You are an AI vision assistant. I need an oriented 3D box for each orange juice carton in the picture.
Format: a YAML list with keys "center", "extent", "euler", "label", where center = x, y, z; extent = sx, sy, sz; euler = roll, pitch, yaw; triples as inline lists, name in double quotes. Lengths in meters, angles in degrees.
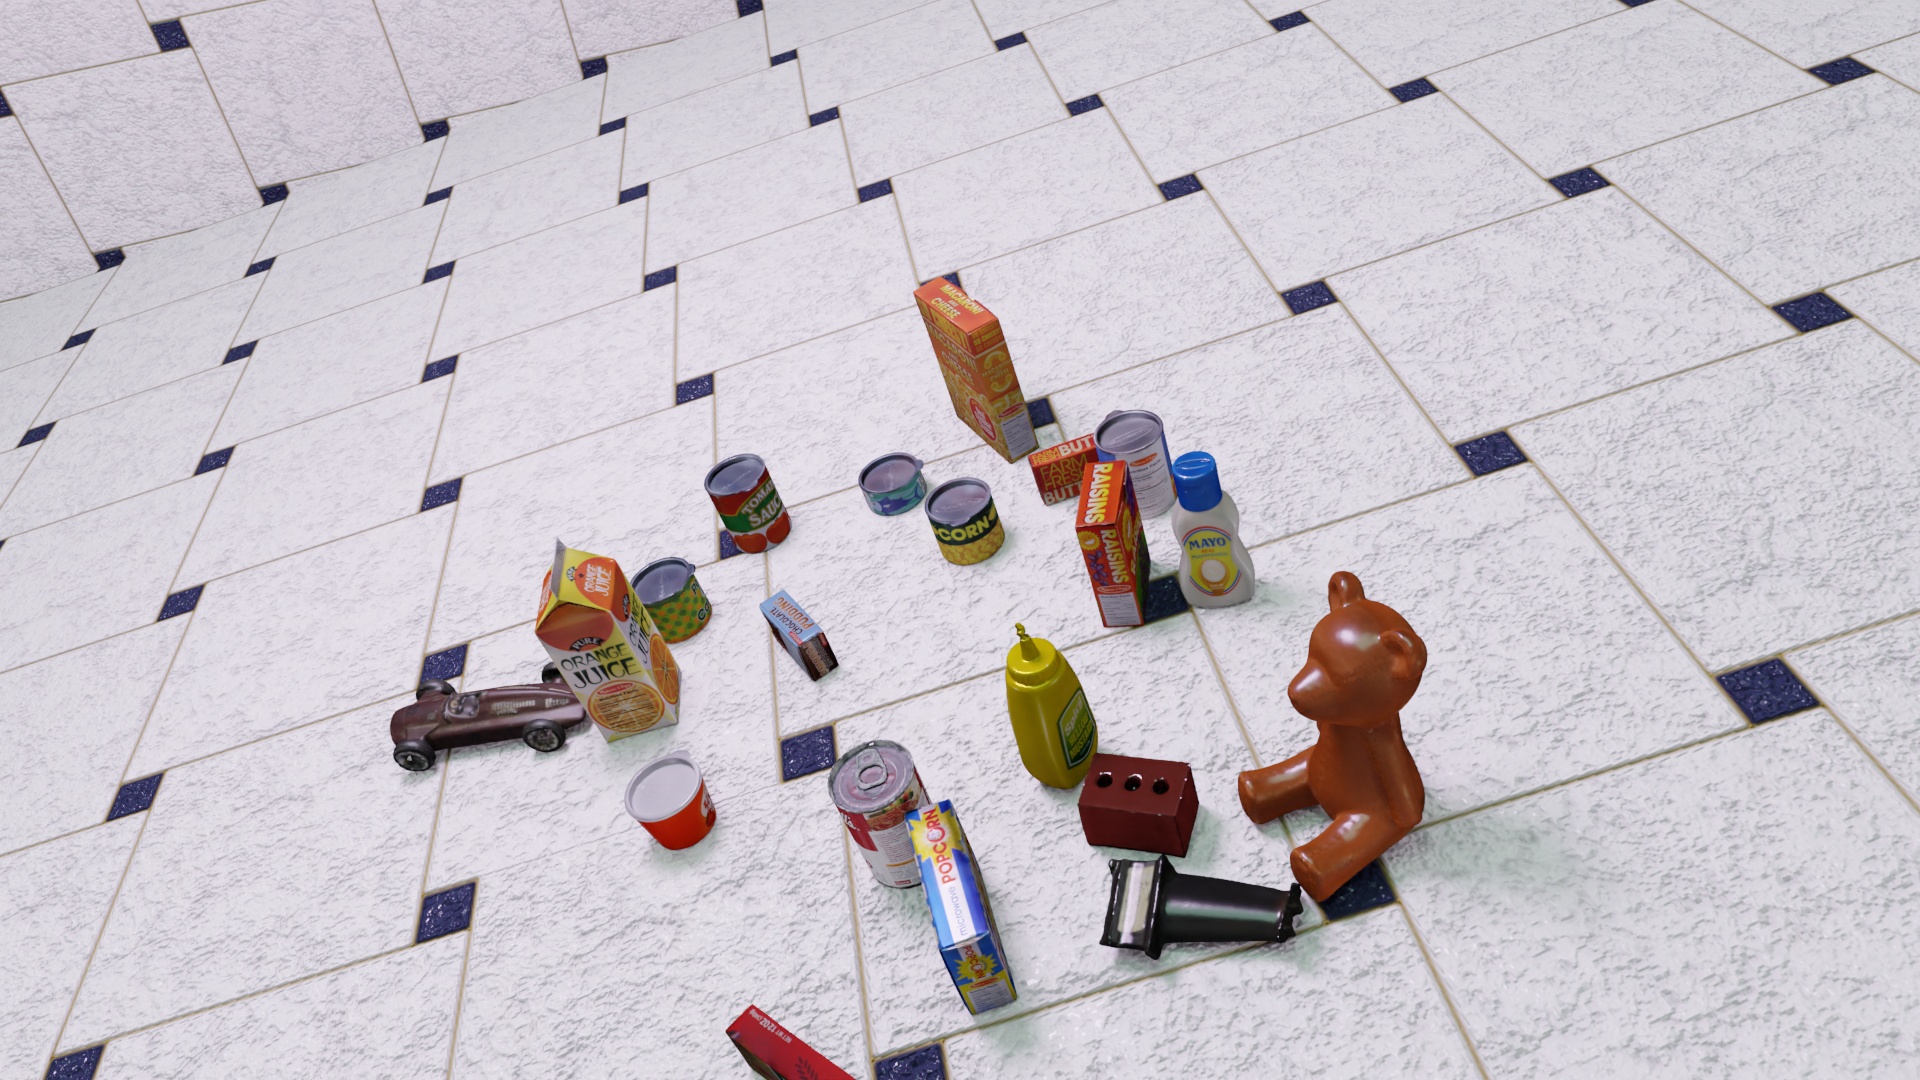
- center: [-0.323, 0.087, 1.249]
  extent: [0.073, 0.191, 0.072]
  euler: [-16, 39, 5]
  label: "orange juice carton"

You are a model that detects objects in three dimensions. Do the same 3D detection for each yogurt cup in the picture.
- center: [-0.240, 0.222, 1.167]
  extent: [0.072, 0.053, 0.073]
  euler: [-12, 40, 10]
  label: "yogurt cup"

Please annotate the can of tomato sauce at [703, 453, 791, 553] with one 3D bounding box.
- center: [-0.217, -0.037, 1.437]
  extent: [0.071, 0.082, 0.071]
  euler: [-12, 40, 10]
  label: "can of tomato sauce"

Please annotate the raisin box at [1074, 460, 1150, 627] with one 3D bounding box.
- center: [0.135, 0.003, 1.208]
  extent: [0.040, 0.122, 0.086]
  euler: [-5, 41, 19]
  label: "raisin box"

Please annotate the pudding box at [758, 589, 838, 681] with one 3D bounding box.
- center: [-0.151, 0.087, 1.290]
  extent: [0.030, 0.049, 0.084]
  euler: [-34, 41, -16]
  label: "pudding box"

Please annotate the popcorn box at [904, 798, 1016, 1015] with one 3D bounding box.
- center: [0.000, 0.261, 0.995]
  extent: [0.038, 0.084, 0.127]
  euler: [-21, 39, 0]
  label: "popcorn box"

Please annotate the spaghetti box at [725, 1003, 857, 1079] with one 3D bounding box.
- center: [-0.058, 0.383, 0.905]
  extent: [0.250, 0.050, 0.029]
  euler: [20, 53, 38]
  label: "spaghetti box"

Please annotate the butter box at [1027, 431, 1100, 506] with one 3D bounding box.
- center: [0.122, -0.075, 1.361]
  extent: [0.103, 0.053, 0.024]
  euler: [-19, 39, 2]
  label: "butter box"

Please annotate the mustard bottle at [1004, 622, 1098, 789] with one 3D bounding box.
- center: [0.065, 0.123, 1.069]
  extent: [0.049, 0.159, 0.065]
  euler: [10, 48, 32]
  label: "mustard bottle"

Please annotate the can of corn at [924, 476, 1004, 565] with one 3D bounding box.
- center: [0.005, -0.017, 1.338]
  extent: [0.071, 0.058, 0.071]
  euler: [-12, 40, 10]
  label: "can of corn"

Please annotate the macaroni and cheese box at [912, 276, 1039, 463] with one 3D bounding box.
- center: [0.017, -0.177, 1.435]
  extent: [0.040, 0.165, 0.124]
  euler: [-30, 40, -12]
  label: "macaroni and cheese box"

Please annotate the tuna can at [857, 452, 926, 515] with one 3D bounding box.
- center: [-0.068, -0.059, 1.439]
  extent: [0.071, 0.032, 0.071]
  euler: [-12, 40, 10]
  label: "tuna can"

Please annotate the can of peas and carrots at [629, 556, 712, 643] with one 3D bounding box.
- center: [-0.284, 0.058, 1.373]
  extent: [0.071, 0.058, 0.071]
  euler: [-12, 40, 10]
  label: "can of peas and carrots"

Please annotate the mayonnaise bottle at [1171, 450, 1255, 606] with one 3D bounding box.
- center: [0.208, -0.008, 1.171]
  extent: [0.065, 0.147, 0.041]
  euler: [-7, 41, 16]
  label: "mayonnaise bottle"

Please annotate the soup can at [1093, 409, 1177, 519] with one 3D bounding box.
- center: [0.166, -0.073, 1.316]
  extent: [0.071, 0.083, 0.072]
  euler: [-12, 40, 10]
  label: "soup can"
